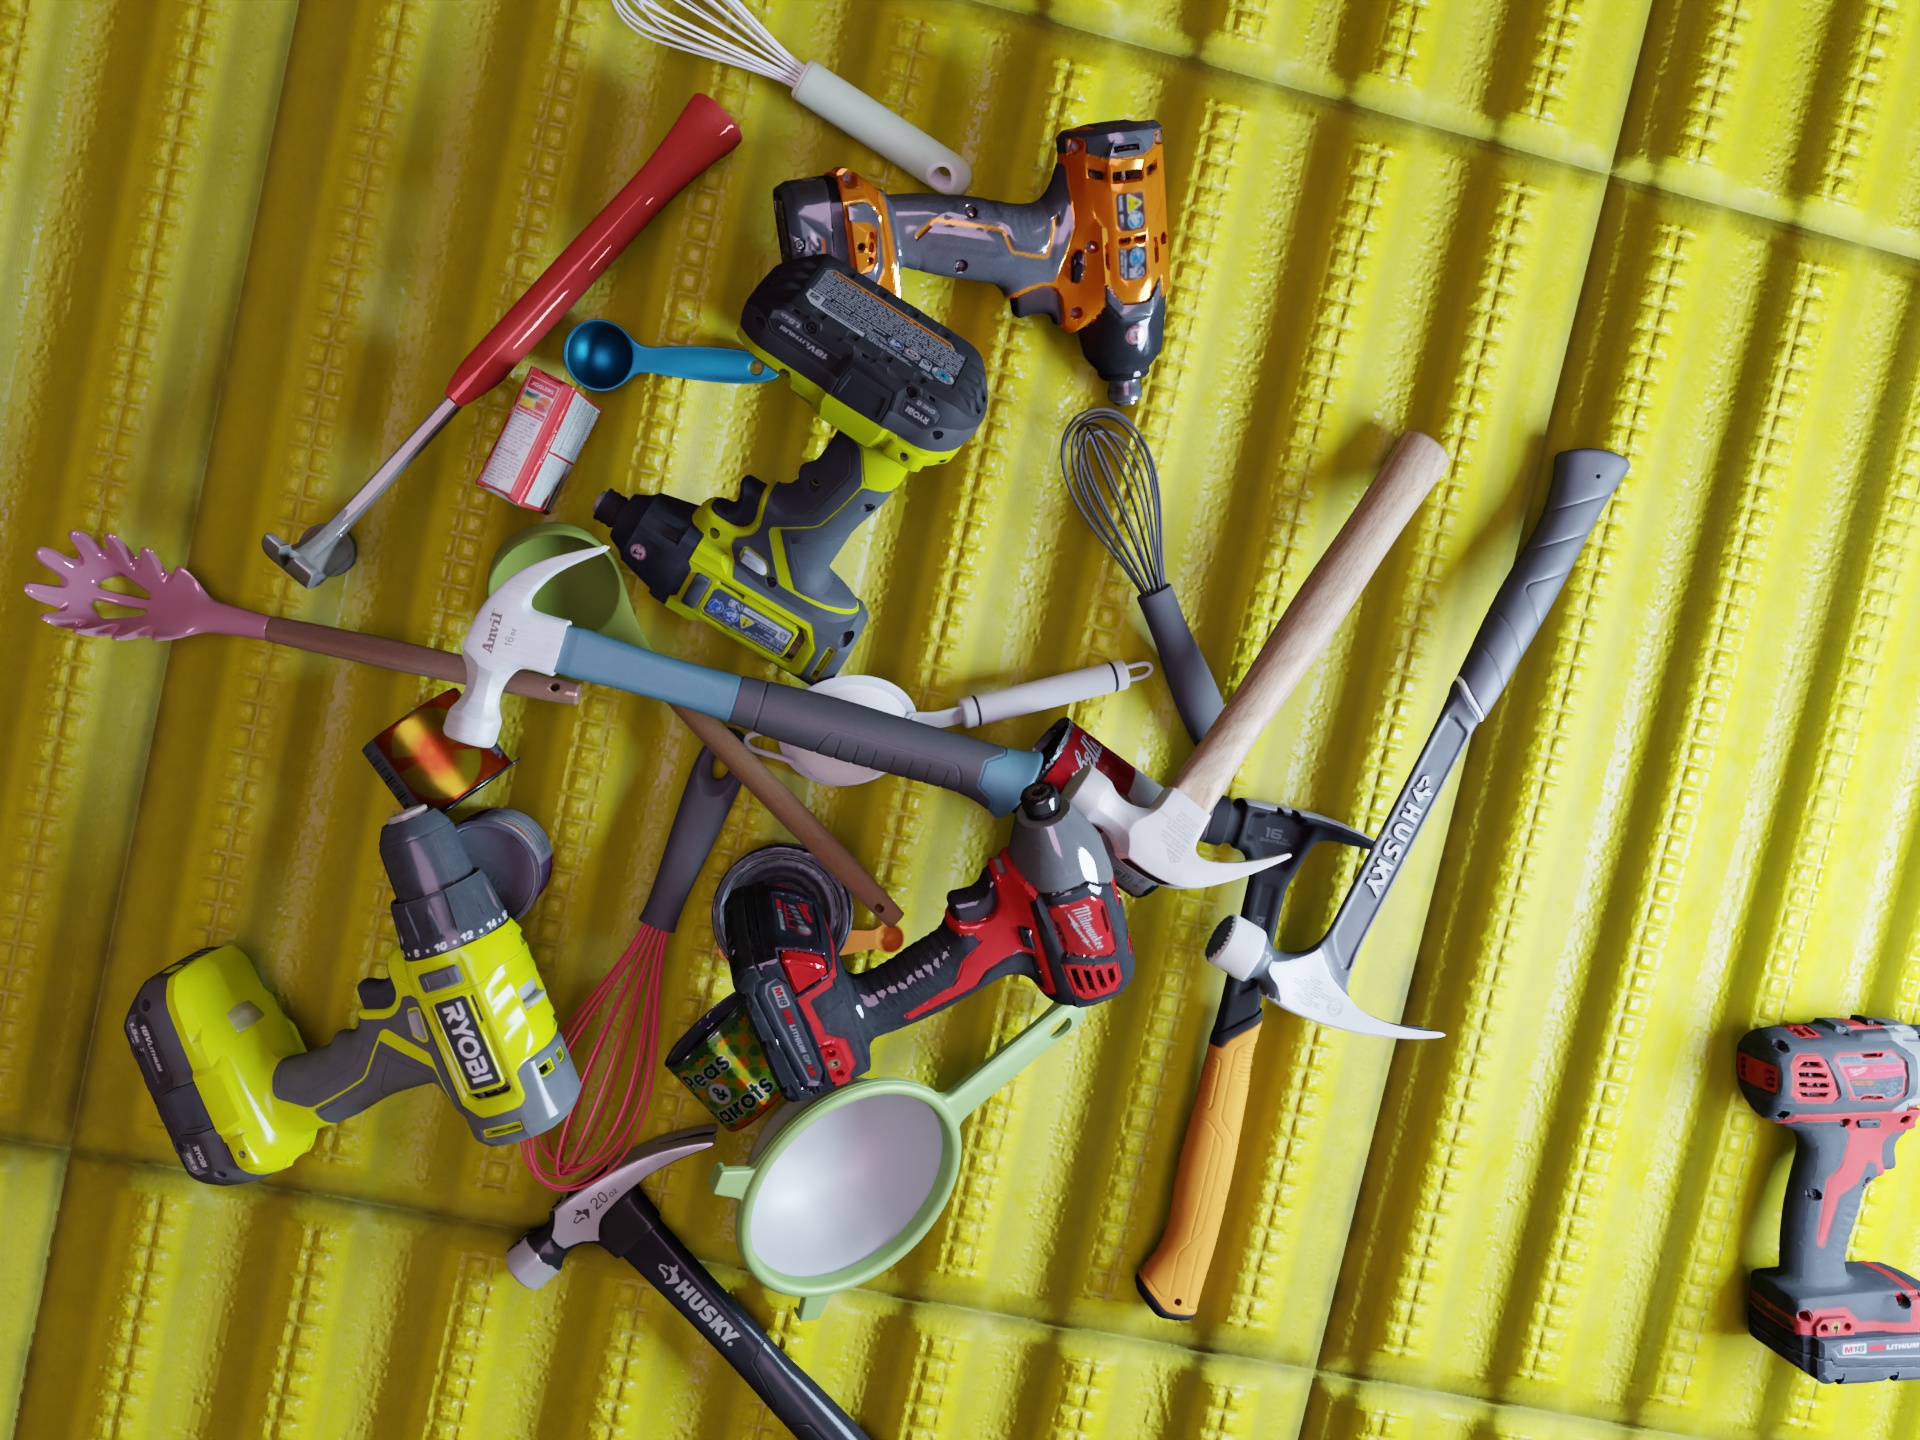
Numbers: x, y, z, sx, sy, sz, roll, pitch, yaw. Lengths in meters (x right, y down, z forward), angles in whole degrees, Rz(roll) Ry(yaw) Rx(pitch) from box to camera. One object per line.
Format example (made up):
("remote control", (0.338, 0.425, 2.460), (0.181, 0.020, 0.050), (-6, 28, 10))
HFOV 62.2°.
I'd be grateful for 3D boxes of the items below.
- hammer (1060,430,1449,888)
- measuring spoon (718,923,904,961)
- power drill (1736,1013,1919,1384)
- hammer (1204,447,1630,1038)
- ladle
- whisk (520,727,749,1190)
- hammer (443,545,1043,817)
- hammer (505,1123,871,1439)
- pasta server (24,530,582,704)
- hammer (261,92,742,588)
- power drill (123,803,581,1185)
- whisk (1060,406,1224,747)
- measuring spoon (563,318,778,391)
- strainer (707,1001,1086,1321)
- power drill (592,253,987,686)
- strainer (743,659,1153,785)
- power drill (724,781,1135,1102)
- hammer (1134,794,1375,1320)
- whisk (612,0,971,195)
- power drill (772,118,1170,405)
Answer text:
("hammer", (0.201, -0.041, 0.962), (0.130, 0.031, 0.331), (38, 77, -8))
("measuring spoon", (-0.093, 0.140, 0.996), (0.117, 0.011, 0.021), (-4, 87, -2))
("power drill", (0.610, 0.306, 1.047), (0.188, 0.080, 0.227), (-1, 92, -6))
("hammer", (0.311, 0.007, 0.987), (0.149, 0.036, 0.409), (30, 84, -4))
("ladle", (-0.151, 0.008, 0.937), (0.320, 0.062, 0.078), (46, 106, -1))
("whisk", (-0.191, 0.143, 0.964), (0.073, 0.073, 0.296), (22, 85, -7))
("hammer", (-0.115, -0.007, 0.908), (0.331, 0.033, 0.128), (16, 94, -7))
("hammer", (-0.118, 0.404, 1.001), (0.146, 0.035, 0.334), (-41, 97, -1))
("pasta server", (-0.376, -0.049, 0.921), (0.316, 0.040, 0.060), (12, 78, 1))
("hammer", (-0.253, -0.217, 0.897), (0.036, 0.149, 0.359), (42, 83, -15))
("power drill", (-0.346, 0.161, 0.902), (0.228, 0.080, 0.190), (-17, 99, 14))
("whisk", (0.122, -0.080, 0.982), (0.055, 0.055, 0.239), (-24, 102, -3))
("measuring spoon", (-0.173, -0.217, 0.958), (0.128, 0.021, 0.042), (2, 109, -15))
("strainer", (-0.038, 0.239, 0.981), (0.256, 0.069, 0.151), (-35, 127, -17))
("power drill", (-0.099, -0.138, 0.894), (0.171, 0.080, 0.223), (31, 127, -9))
("strainer", (-0.002, -0.003, 0.972), (0.258, 0.050, 0.086), (-14, 132, -11))
("power drill", (-0.016, 0.121, 0.905), (0.219, 0.079, 0.143), (-18, 122, -2))
("hammer", (0.178, 0.220, 1.016), (0.127, 0.034, 0.337), (13, 93, -5))
("whisk", (-0.100, -0.382, 0.938), (0.246, 0.059, 0.057), (30, 128, -11))
("power drill", (0.014, -0.255, 0.934), (0.226, 0.084, 0.164), (-11, 112, -8))
